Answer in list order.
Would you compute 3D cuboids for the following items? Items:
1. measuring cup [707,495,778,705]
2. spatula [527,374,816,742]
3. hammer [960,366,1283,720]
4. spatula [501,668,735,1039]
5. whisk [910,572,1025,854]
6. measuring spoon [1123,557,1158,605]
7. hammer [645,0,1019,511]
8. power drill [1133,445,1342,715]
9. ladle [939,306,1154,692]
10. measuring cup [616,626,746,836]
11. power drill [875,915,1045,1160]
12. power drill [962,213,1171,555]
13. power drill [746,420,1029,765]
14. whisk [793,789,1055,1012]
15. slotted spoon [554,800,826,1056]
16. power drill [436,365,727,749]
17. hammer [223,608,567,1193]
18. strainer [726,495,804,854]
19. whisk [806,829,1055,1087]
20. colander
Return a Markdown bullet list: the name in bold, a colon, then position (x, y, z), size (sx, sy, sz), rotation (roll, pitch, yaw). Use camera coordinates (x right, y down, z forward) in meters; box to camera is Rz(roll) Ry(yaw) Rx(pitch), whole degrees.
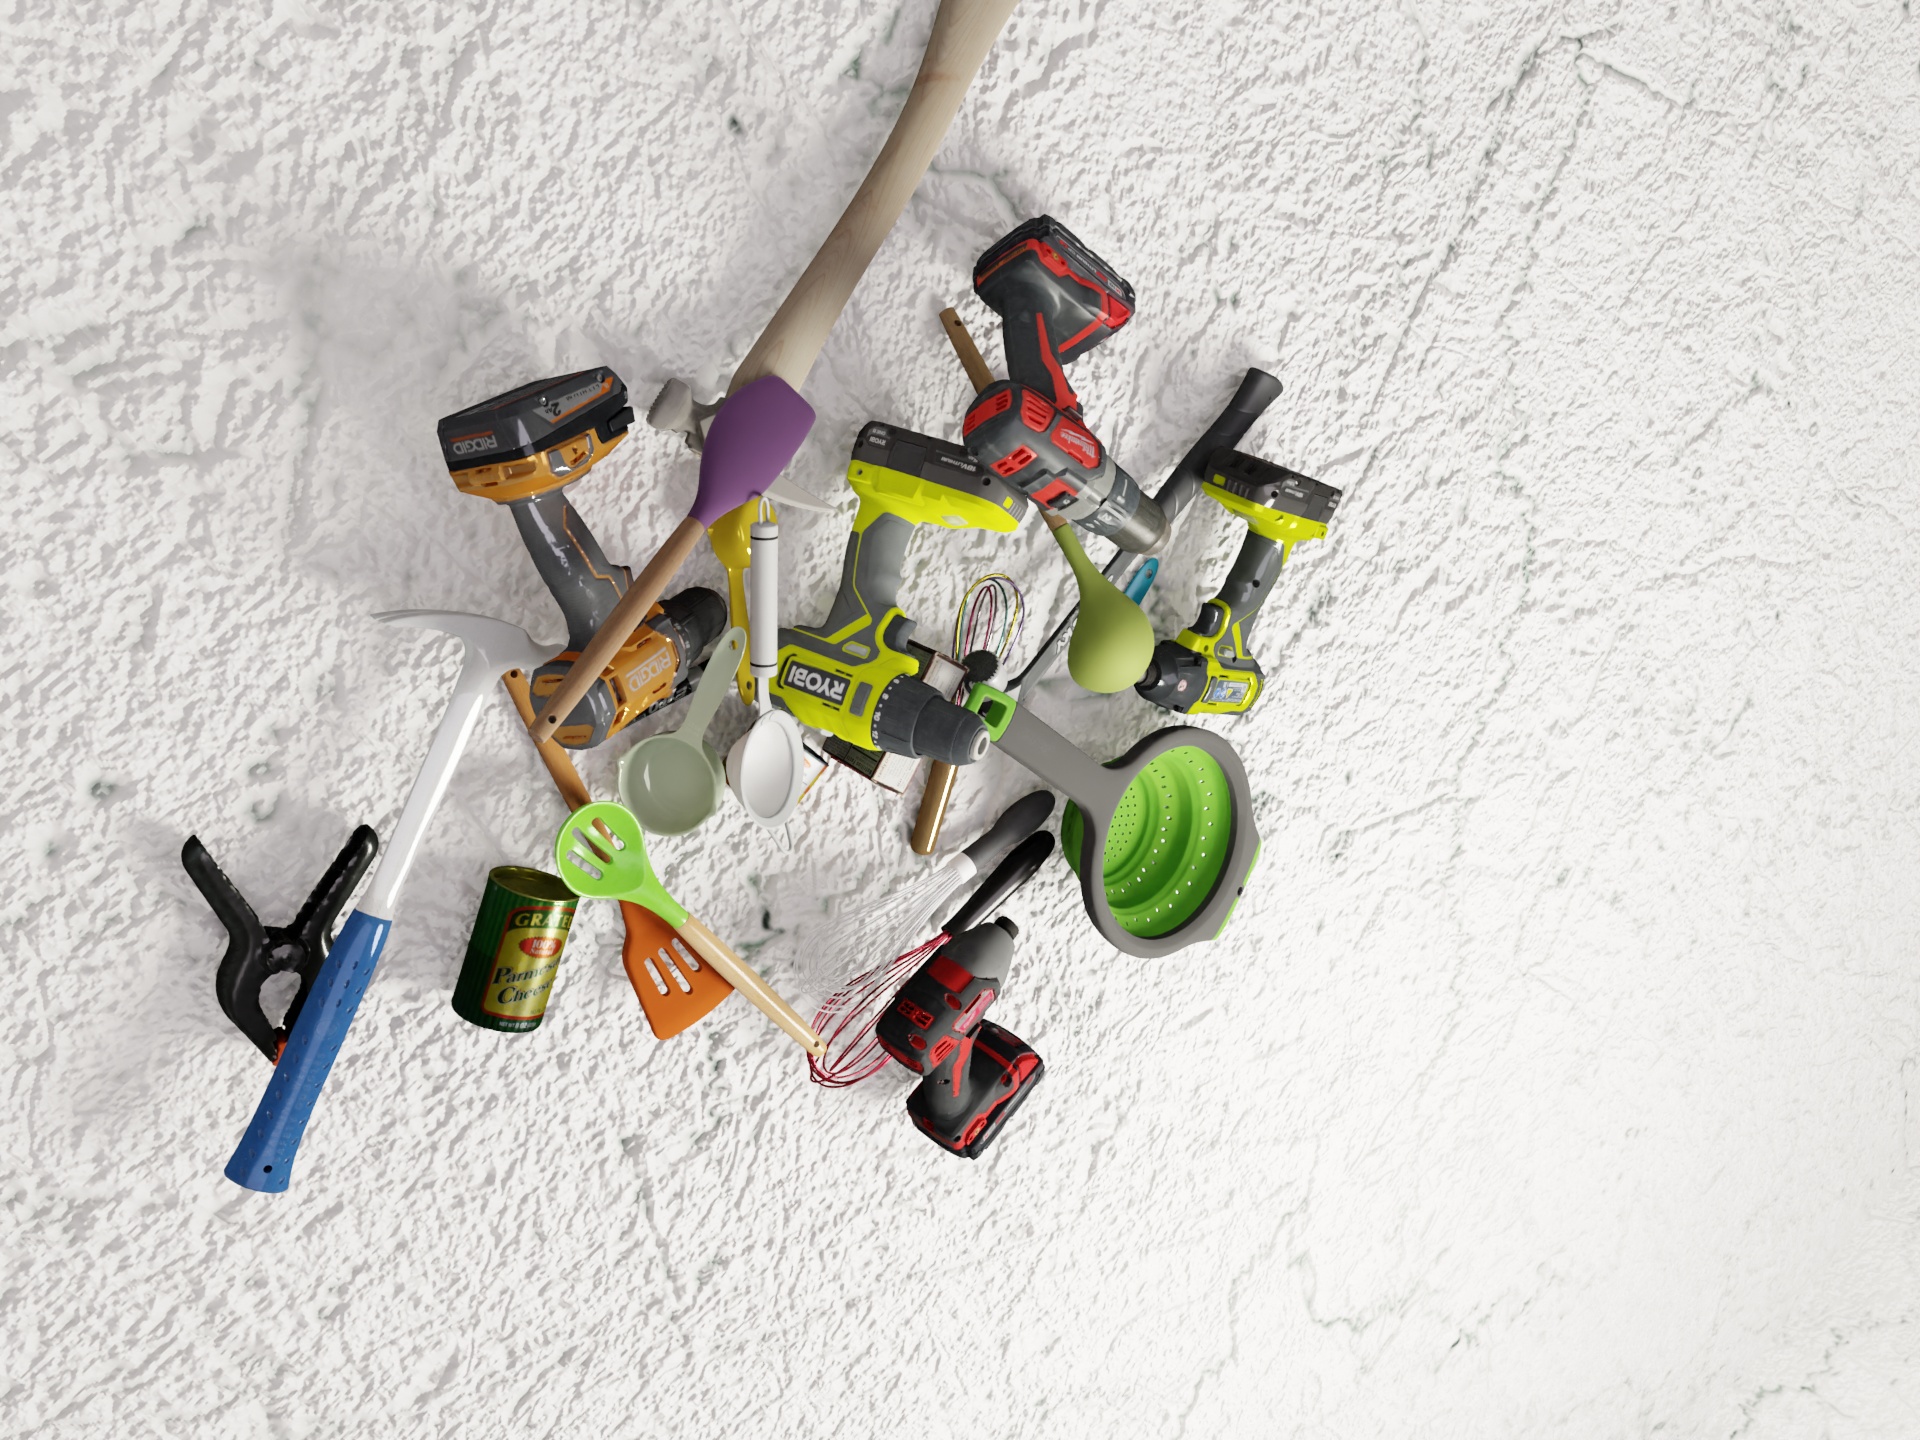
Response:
- **measuring cup**: position (-0.151, -0.089, 1.152), size (0.062, 0.029, 0.156), rotation (-8, 94, -63)
- **spatula**: position (-0.188, -0.111, 1.036), size (0.059, 0.018, 0.316), rotation (41, 60, -21)
- **hammer**: position (0.148, -0.144, 1.329), size (0.409, 0.036, 0.149), rotation (-51, 147, -15)
- **spatula**: position (-0.261, 0.090, 1.167), size (0.081, 0.041, 0.322), rotation (-36, 120, -26)
- **whisk**: position (-0.004, -0.005, 1.299), size (0.047, 0.051, 0.245), rotation (-8, 118, -58)
- **measuring spoon**: position (0.141, -0.083, 1.375), size (0.042, 0.021, 0.128), rotation (31, 89, -36)
- **hammer**: position (-0.060, -0.350, 1.136), size (0.146, 0.038, 0.410), rotation (31, 86, -20)
- **power drill**: position (0.228, -0.112, 1.359), size (0.171, 0.080, 0.223), rotation (3, 112, -51)
- **ladle**: position (0.058, -0.168, 1.224), size (0.078, 0.062, 0.320), rotation (-29, 91, -28)
- **measuring cup**: position (-0.190, 0.005, 1.159), size (0.083, 0.038, 0.167), rotation (28, 101, 5)
- **power drill**: position (0.005, 0.258, 1.310), size (0.143, 0.079, 0.219), rotation (-47, 150, -25)
- **power drill**: position (0.084, -0.239, 1.176), size (0.187, 0.080, 0.227), rotation (30, 48, -35)
- **power drill**: position (-0.038, -0.087, 1.167), size (0.080, 0.191, 0.228), rotation (24, 87, -66)
- **whisk**: position (-0.023, 0.143, 1.324), size (0.284, 0.070, 0.070), rotation (-36, 122, -25)
- **slotted spoon**: position (-0.196, 0.167, 1.198), size (0.070, 0.031, 0.313), rotation (-53, 126, -20)
- **power drill**: position (-0.239, -0.117, 1.068), size (0.185, 0.084, 0.226), rotation (-46, 126, -54)
- **hammer**: position (-0.391, 0.116, 1.056), size (0.144, 0.035, 0.405), rotation (25, 87, -37)
- **strainer**: position (-0.139, -0.030, 1.118), size (0.087, 0.050, 0.258), rotation (-34, 130, -61)
- **whisk**: position (-0.022, 0.196, 1.346), size (0.296, 0.073, 0.073), rotation (-44, 124, -18)
- **colander**: position (0.106, 0.062, 1.338), size (0.396, 0.095, 0.204), rotation (35, 78, -41)
